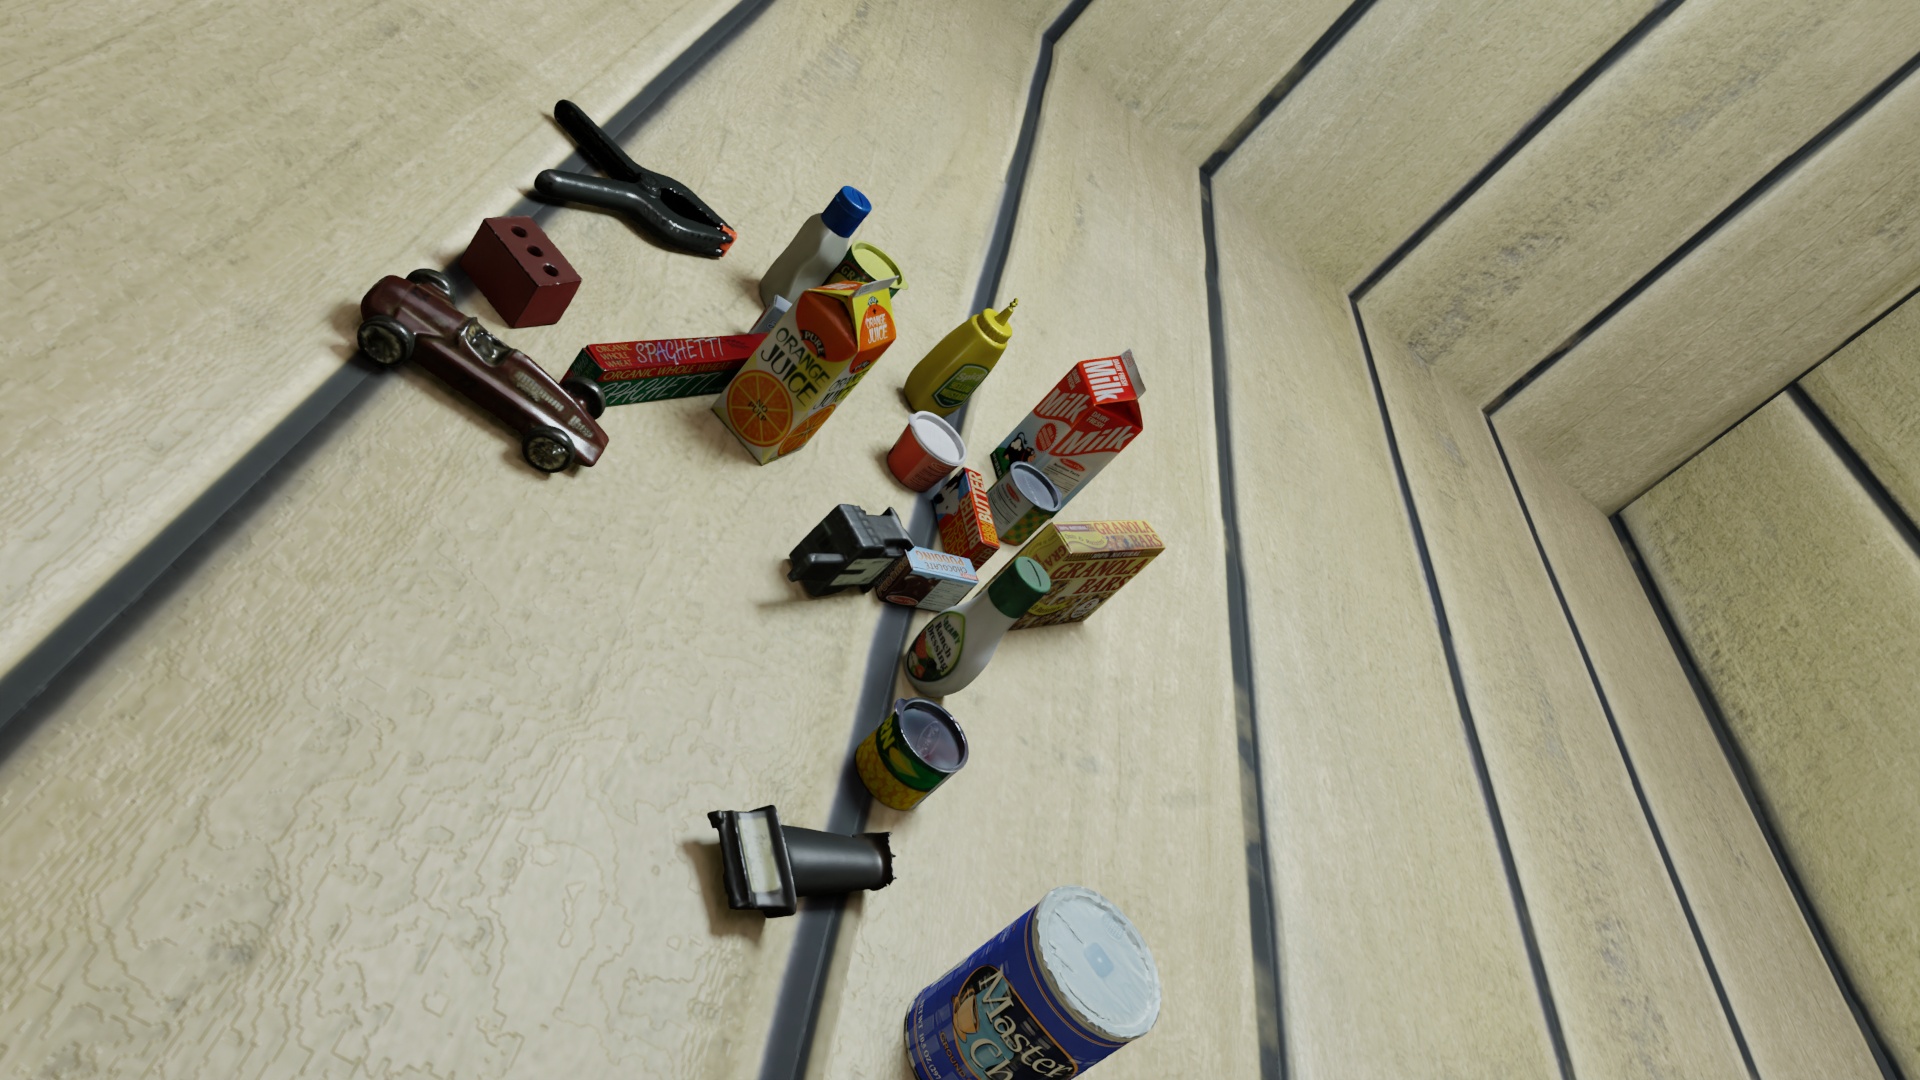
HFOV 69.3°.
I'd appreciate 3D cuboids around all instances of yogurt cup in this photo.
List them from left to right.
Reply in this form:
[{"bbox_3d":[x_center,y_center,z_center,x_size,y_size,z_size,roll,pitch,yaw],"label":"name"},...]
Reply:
[{"bbox_3d":[-0.035,-0.085,1.366,0.072,0.053,0.073,31,33,-22],"label":"yogurt cup"}]

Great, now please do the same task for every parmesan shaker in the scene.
[{"bbox_3d":[-0.111,-0.245,1.423,0.071,0.102,0.072,31,32,-23],"label":"parmesan shaker"}]

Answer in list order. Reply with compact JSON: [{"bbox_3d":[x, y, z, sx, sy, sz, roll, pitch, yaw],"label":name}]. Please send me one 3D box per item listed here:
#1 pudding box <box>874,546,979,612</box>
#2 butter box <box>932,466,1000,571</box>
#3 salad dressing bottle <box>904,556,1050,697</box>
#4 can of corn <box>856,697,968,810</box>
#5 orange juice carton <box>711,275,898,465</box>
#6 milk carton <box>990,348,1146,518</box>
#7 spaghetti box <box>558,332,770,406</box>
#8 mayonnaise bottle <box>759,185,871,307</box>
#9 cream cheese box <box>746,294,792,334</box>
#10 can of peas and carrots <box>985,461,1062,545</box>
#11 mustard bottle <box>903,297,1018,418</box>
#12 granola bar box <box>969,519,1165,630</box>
[{"bbox_3d":[-0.030,0.034,1.229,0.084,0.049,0.030,13,42,-42],"label":"pudding box"},{"bbox_3d":[0.005,-0.017,1.332,0.024,0.053,0.104,23,36,-33],"label":"butter box"},{"bbox_3d":[0.014,0.071,1.140,0.044,0.147,0.064,16,40,-40],"label":"salad dressing bottle"},{"bbox_3d":[-0.039,0.161,1.054,0.071,0.058,0.071,31,33,-22],"label":"can of corn"},{"bbox_3d":[-0.125,-0.159,1.210,0.073,0.192,0.072,48,30,5],"label":"orange juice carton"},{"bbox_3d":[0.123,-0.117,1.462,0.073,0.189,0.073,23,36,-34],"label":"milk carton"},{"bbox_3d":[-0.238,-0.150,1.202,0.029,0.050,0.251,52,31,12],"label":"spaghetti box"},{"bbox_3d":[-0.145,-0.289,1.390,0.041,0.147,0.065,16,40,-40],"label":"mayonnaise bottle"},{"bbox_3d":[-0.152,-0.191,1.355,0.104,0.053,0.024,29,33,-25],"label":"cream cheese box"},{"bbox_3d":[0.061,-0.037,1.420,0.071,0.058,0.071,31,33,-22],"label":"can of peas and carrots"},{"bbox_3d":[0.008,-0.194,1.448,0.065,0.159,0.049,8,46,-46],"label":"mustard bottle"},{"bbox_3d":[0.103,0.032,1.320,0.166,0.123,0.039,-2,54,-52],"label":"granola bar box"}]
